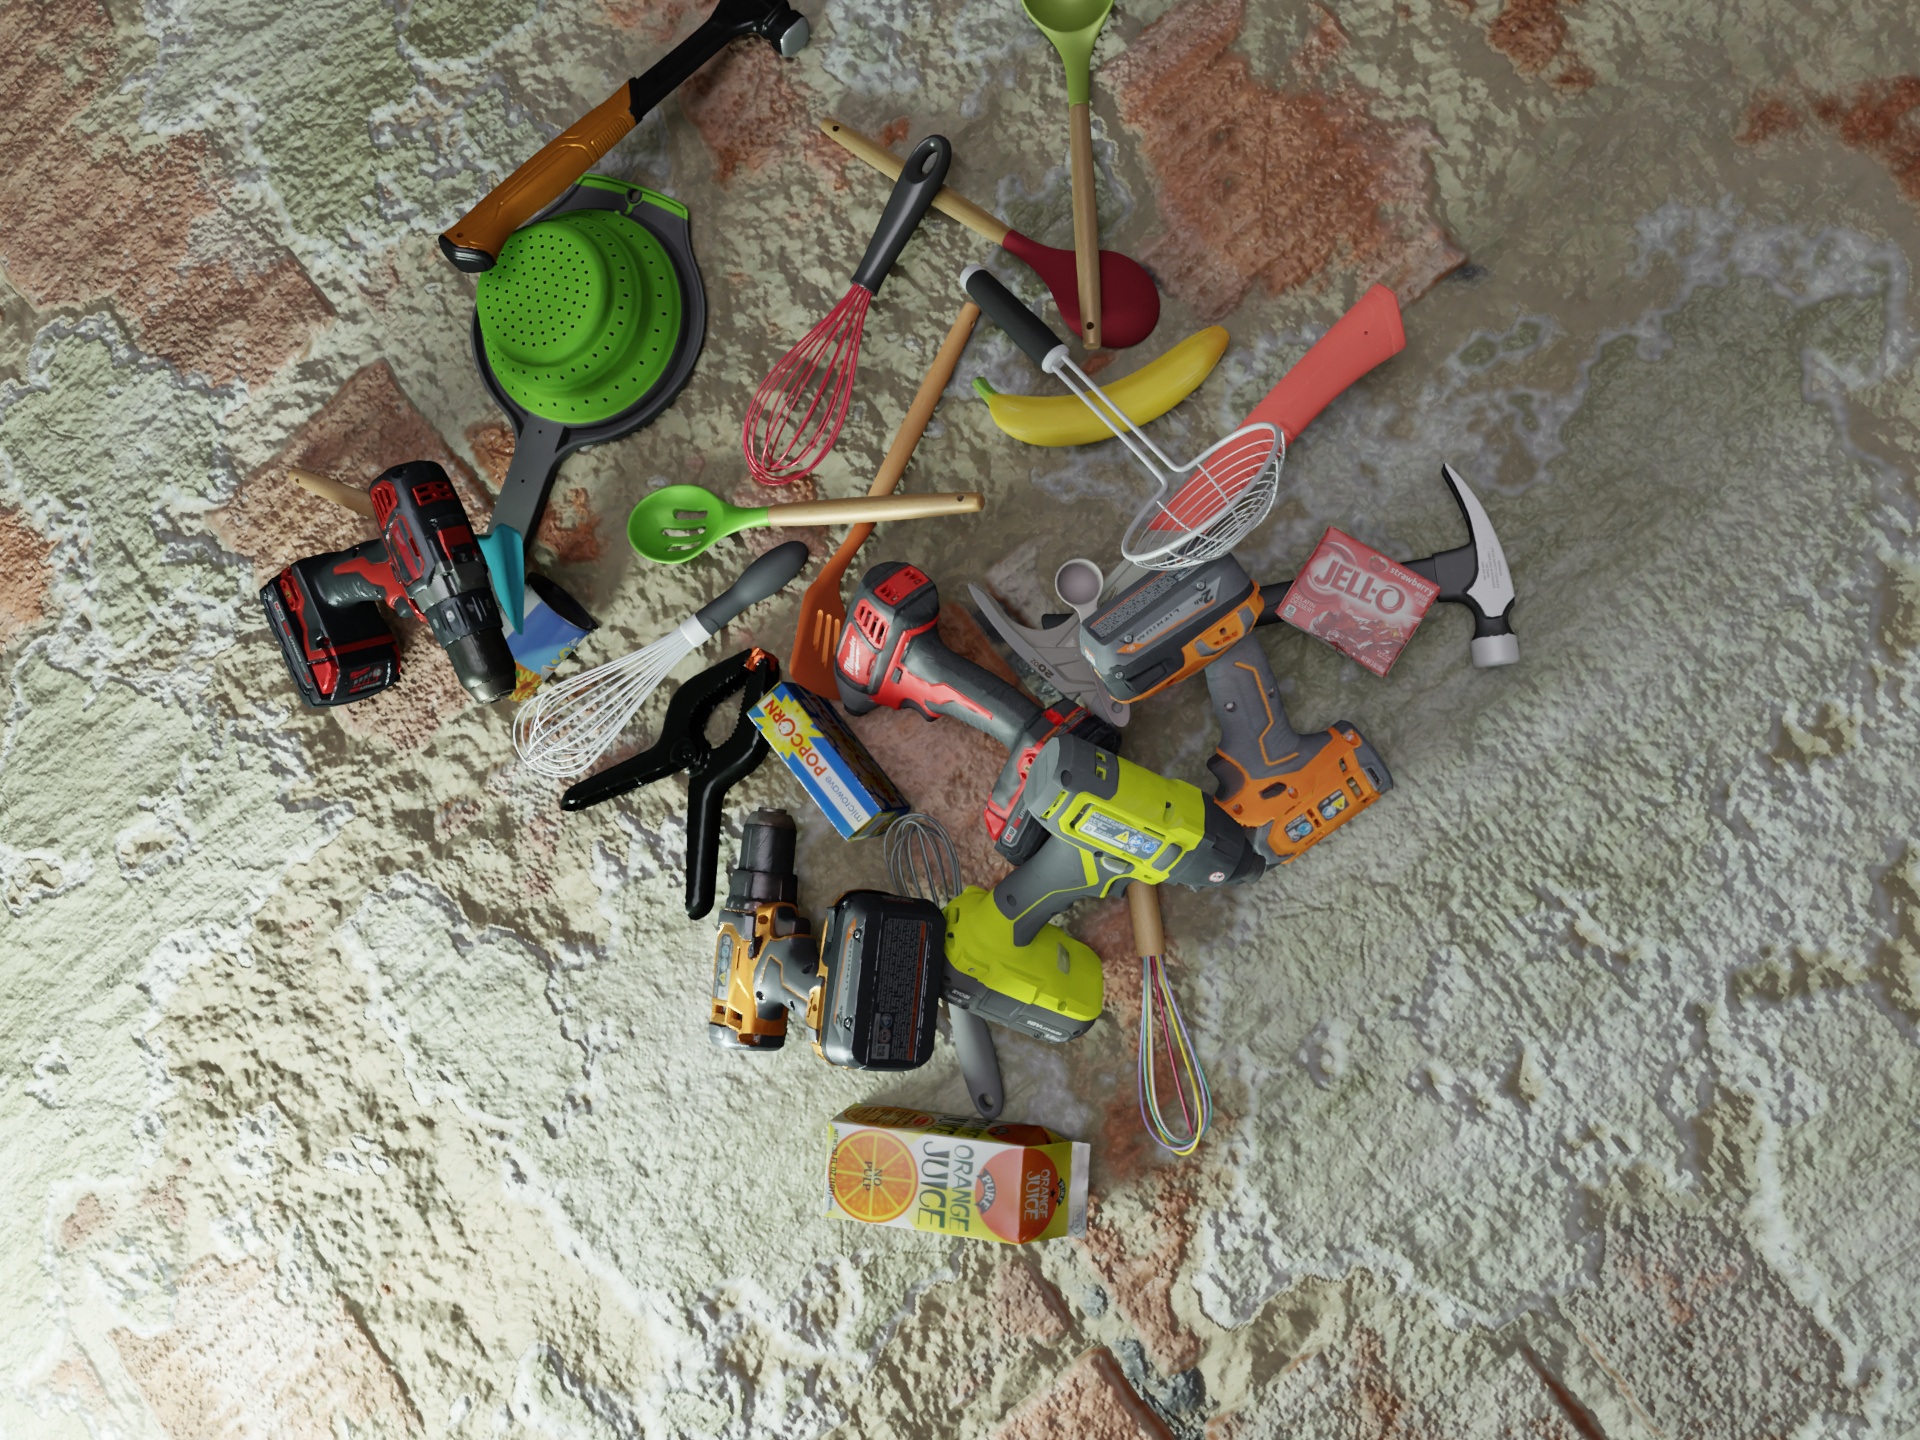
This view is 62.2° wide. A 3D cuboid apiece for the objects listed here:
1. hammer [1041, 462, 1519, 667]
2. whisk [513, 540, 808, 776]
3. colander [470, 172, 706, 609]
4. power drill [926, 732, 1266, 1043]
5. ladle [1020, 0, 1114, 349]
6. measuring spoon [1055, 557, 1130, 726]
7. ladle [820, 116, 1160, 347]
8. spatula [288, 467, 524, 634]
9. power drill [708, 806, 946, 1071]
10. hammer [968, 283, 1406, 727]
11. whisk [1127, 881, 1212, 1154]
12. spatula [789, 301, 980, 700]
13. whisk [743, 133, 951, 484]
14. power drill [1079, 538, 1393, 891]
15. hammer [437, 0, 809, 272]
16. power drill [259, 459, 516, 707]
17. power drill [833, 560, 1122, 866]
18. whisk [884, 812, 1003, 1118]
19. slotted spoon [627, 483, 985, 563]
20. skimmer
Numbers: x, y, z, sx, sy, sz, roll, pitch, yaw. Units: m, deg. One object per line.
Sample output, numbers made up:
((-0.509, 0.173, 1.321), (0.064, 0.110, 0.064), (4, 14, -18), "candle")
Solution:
((0.224, -0.090, 1.158), (0.335, 0.035, 0.146), (-8, 87, 13), "hammer")
((-0.234, -0.051, 1.258), (0.284, 0.070, 0.070), (-36, 81, 5), "whisk")
((-0.342, -0.252, 1.266), (0.204, 0.094, 0.397), (21, 93, 13), "colander")
((0.088, 0.122, 1.097), (0.171, 0.080, 0.223), (25, 128, -15), "power drill")
((0.086, -0.433, 1.174), (0.078, 0.062, 0.320), (-5, 82, 16), "ladle")
((0.097, -0.055, 1.131), (0.034, 0.018, 0.124), (-17, 93, 0), "measuring spoon")
((0.017, -0.384, 1.222), (0.315, 0.031, 0.069), (36, 94, 14), "ladle")
((-0.446, -0.157, 1.281), (0.318, 0.044, 0.082), (22, 119, 27), "spatula")
((-0.106, 0.157, 1.160), (0.226, 0.084, 0.185), (-3, 79, 53), "power drill")
((0.173, -0.170, 1.135), (0.149, 0.036, 0.359), (44, 100, 10), "hammer")
((0.147, 0.193, 1.164), (0.051, 0.047, 0.245), (-7, 82, -5), "whisk")
((-0.054, -0.172, 1.221), (0.041, 0.081, 0.322), (26, 89, 30), "spatula")
((-0.084, -0.314, 1.220), (0.073, 0.073, 0.296), (30, 95, 12), "whisk")
((0.179, 0.008, 1.101), (0.164, 0.084, 0.226), (-37, 109, 3), "power drill")
((-0.275, -0.470, 1.231), (0.127, 0.034, 0.337), (40, 76, 12), "hammer")
((-0.439, -0.078, 1.242), (0.226, 0.080, 0.188), (-23, 90, 39), "power drill")
((-0.002, -0.004, 1.168), (0.220, 0.078, 0.143), (40, 138, 13), "power drill")
((-0.008, 0.185, 1.200), (0.055, 0.055, 0.239), (-15, 89, 12), "whisk")
((-0.122, -0.155, 1.208), (0.314, 0.031, 0.070), (0, 70, 29), "slotted spoon")
((0.089, -0.233, 1.101), (0.127, 0.090, 0.364), (-42, 57, 6), "skimmer")
